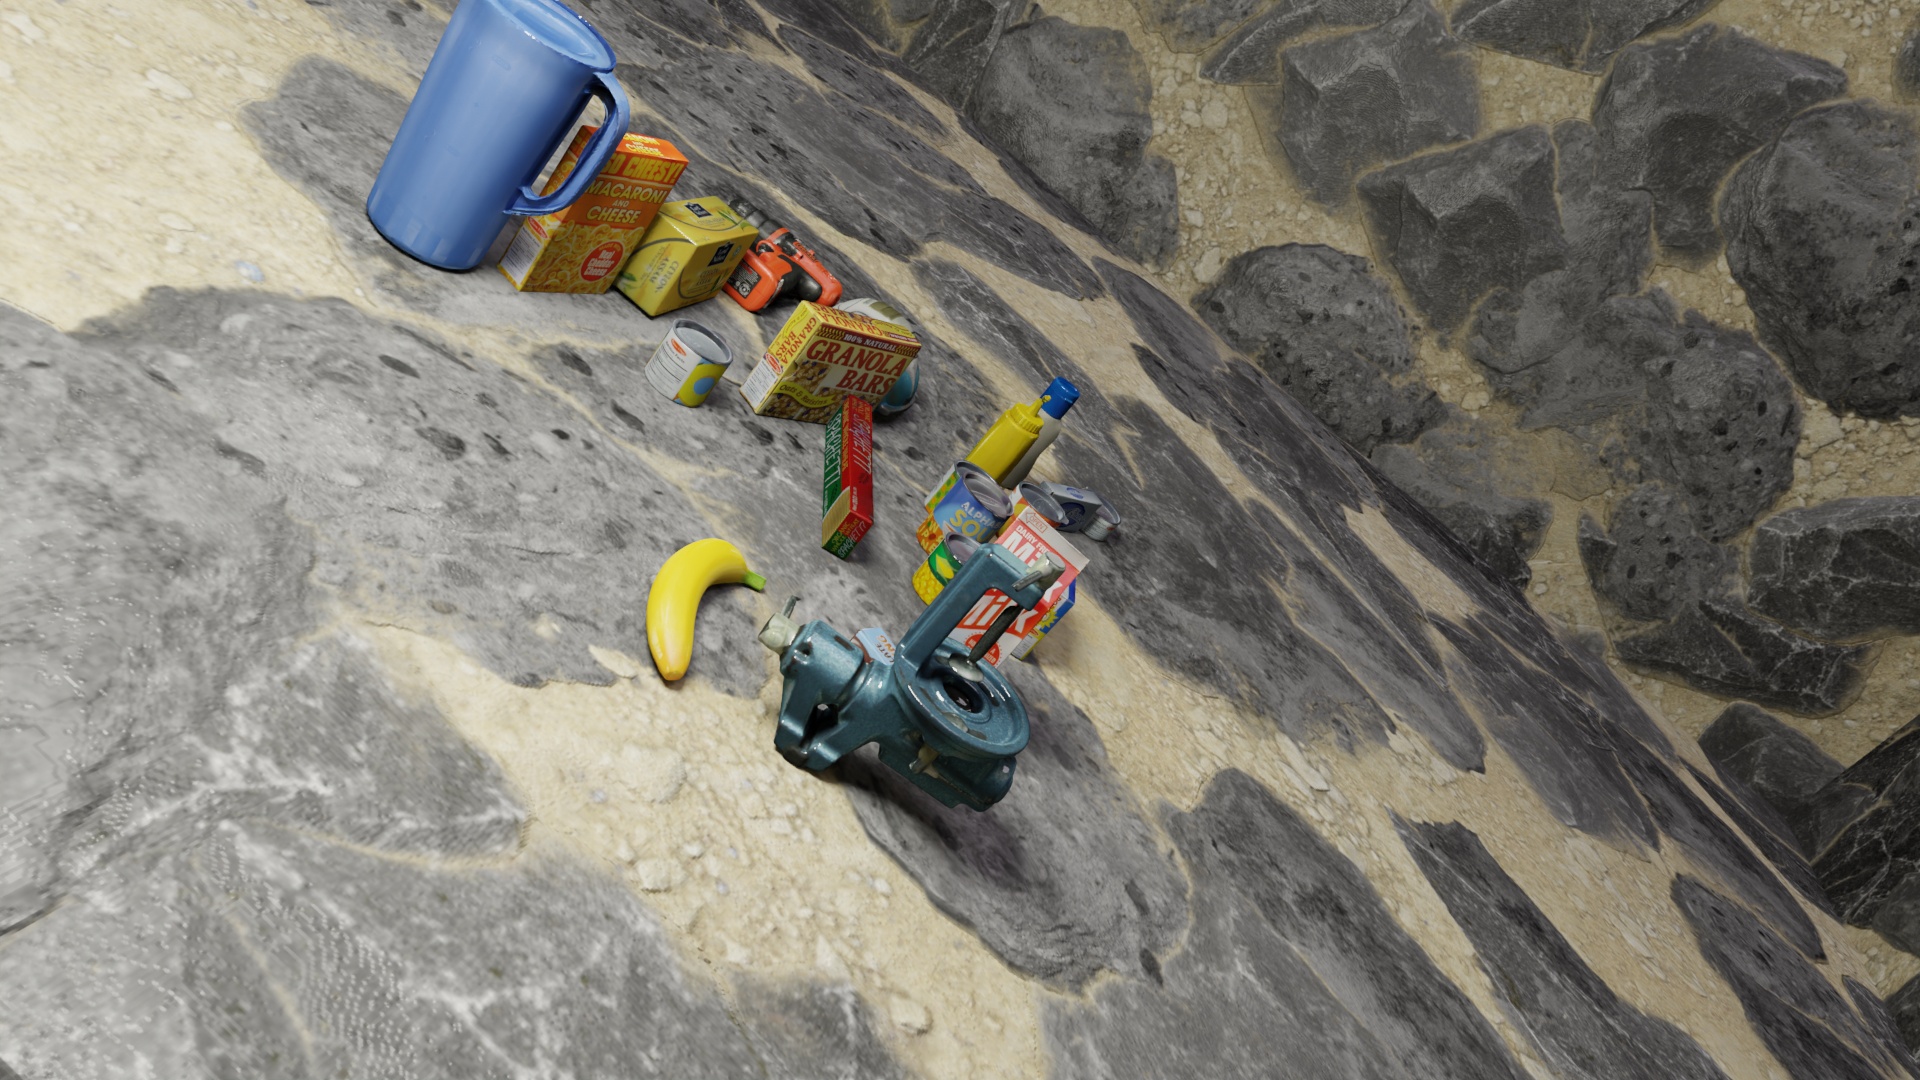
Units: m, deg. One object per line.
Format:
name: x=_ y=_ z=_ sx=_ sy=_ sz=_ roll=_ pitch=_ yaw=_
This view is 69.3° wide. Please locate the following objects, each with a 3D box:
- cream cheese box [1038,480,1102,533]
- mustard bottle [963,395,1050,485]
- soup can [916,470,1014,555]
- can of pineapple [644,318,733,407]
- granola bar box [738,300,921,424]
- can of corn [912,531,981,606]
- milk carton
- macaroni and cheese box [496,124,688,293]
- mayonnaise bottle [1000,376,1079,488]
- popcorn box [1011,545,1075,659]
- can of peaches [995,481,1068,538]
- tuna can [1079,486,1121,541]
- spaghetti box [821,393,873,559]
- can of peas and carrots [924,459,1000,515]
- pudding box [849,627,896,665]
cream cheese box: x=0.121 y=-0.040 z=1.675 sx=0.104 sy=0.053 sz=0.024 roll=10 pitch=37 yaw=-49
mustard bottle: x=0.048 y=-0.106 z=1.550 sx=0.049 sy=0.159 sz=0.065 roll=43 pitch=23 yaw=6
soup can: x=0.005 y=-0.018 z=1.427 sx=0.071 sy=0.083 sz=0.072 roll=33 pitch=24 yaw=-17
can of pineapple: x=-0.260 y=-0.171 z=1.337 sx=0.071 sy=0.057 sz=0.071 roll=33 pitch=24 yaw=-17
granola bar box: x=-0.134 y=-0.180 z=1.458 sx=0.166 sy=0.123 sz=0.039 roll=3 pitch=43 yaw=-54
can of corn: x=-0.004 y=0.036 z=1.350 sx=0.071 sy=0.058 sz=0.071 roll=33 pitch=24 yaw=-17
milk carton: x=0.025 y=0.061 z=1.183 sx=0.072 sy=0.190 sz=0.074 roll=41 pitch=23 yaw=3
macaroni and cheese box: x=-0.348 y=-0.311 z=1.318 sx=0.040 sy=0.166 sz=0.124 roll=46 pitch=24 yaw=13
mayonnaise bottle: x=0.084 y=-0.130 z=1.661 sx=0.065 sy=0.147 sz=0.041 roll=23 pitch=28 yaw=-35
popcorn box: x=0.077 y=0.054 z=1.405 sx=0.038 sy=0.085 sz=0.127 roll=35 pitch=24 yaw=-11
can of peaches: x=0.077 y=-0.023 z=1.575 sx=0.071 sy=0.058 sz=0.071 roll=33 pitch=24 yaw=-17
tuna can: x=0.167 y=-0.034 z=1.759 sx=0.071 sy=0.032 sz=0.071 roll=33 pitch=24 yaw=-17
spaghetti box: x=-0.112 y=-0.070 z=1.387 sx=0.028 sy=0.050 sz=0.251 roll=31 pitch=25 yaw=-21
can of peas and carrots: x=0.005 y=-0.043 z=1.503 sx=0.071 sy=0.058 sz=0.071 roll=33 pitch=24 yaw=-17
pudding box: x=-0.064 y=0.116 z=1.129 sx=0.084 sy=0.049 sz=0.030 roll=50 pitch=25 yaw=21
